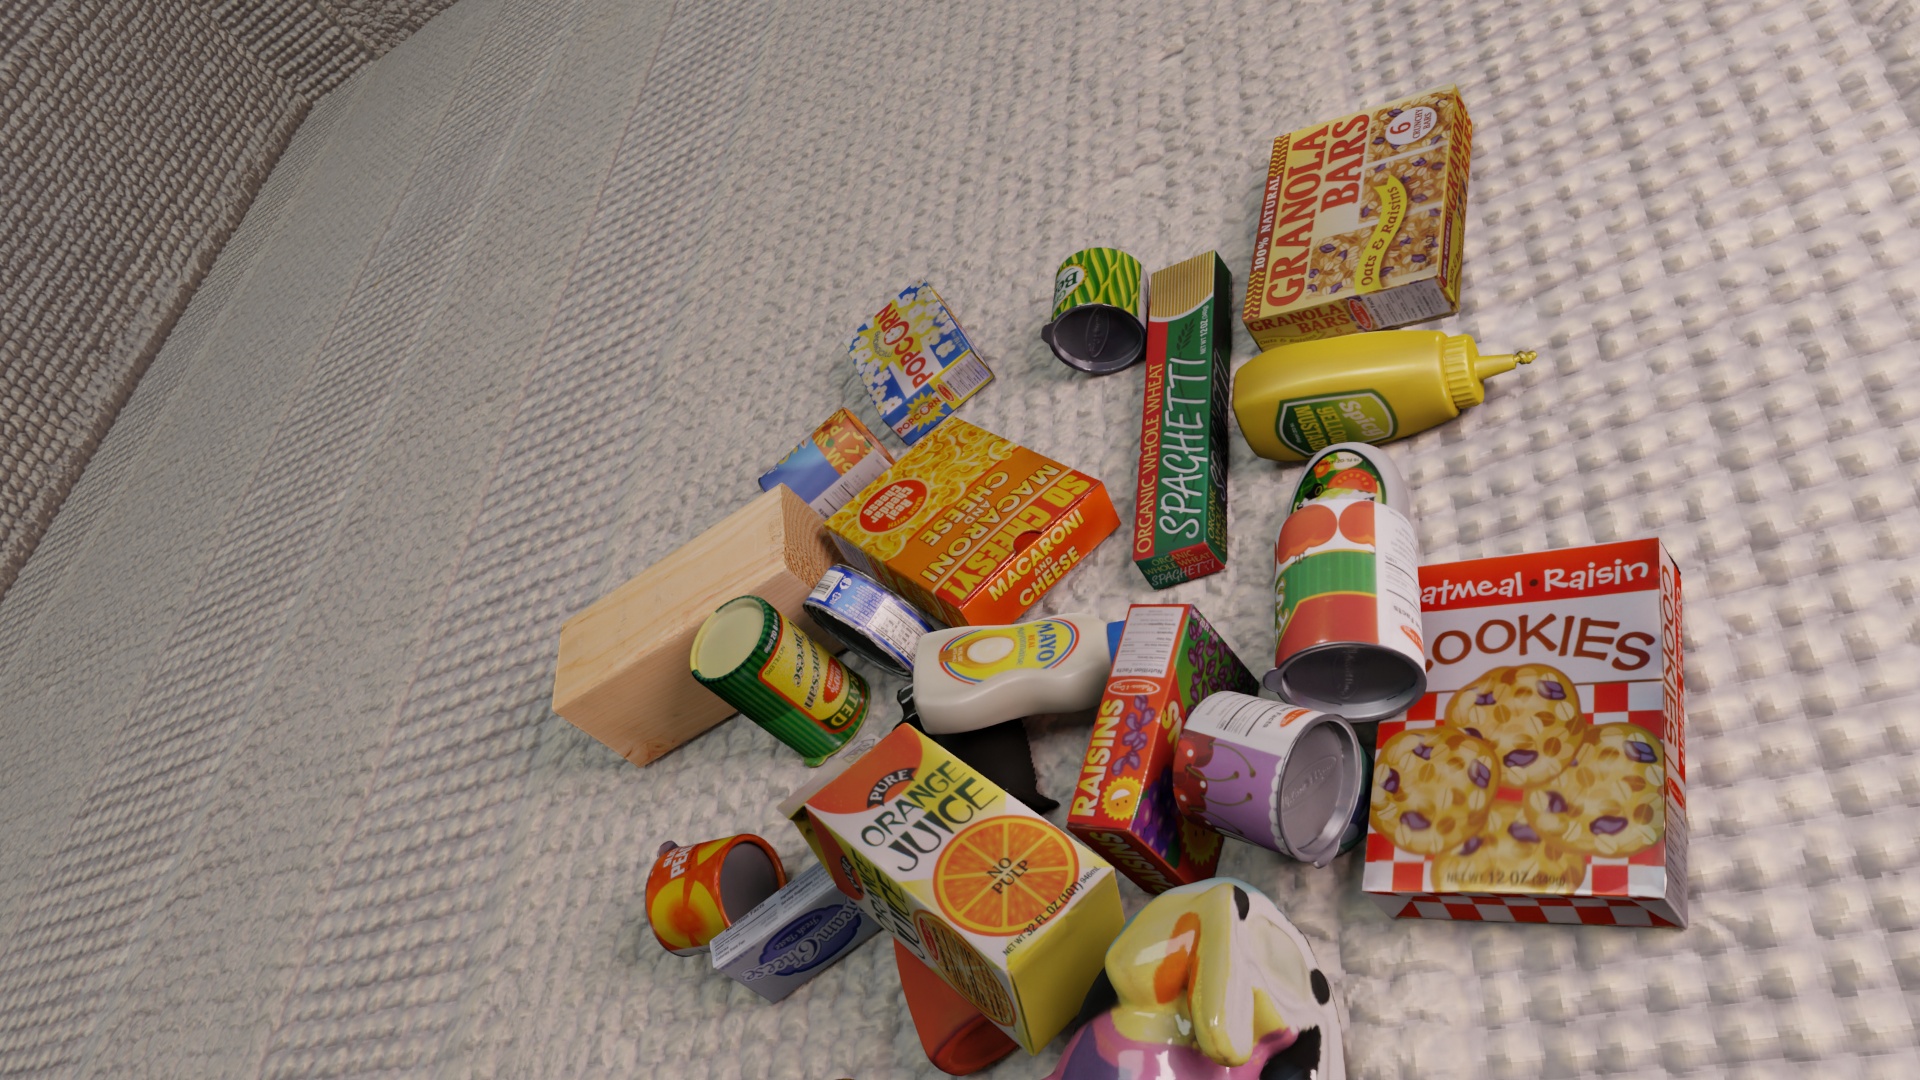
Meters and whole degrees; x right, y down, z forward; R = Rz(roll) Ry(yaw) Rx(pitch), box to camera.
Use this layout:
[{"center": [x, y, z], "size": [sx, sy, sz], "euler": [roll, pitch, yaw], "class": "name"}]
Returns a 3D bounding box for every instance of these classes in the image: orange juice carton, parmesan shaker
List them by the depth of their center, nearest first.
[{"center": [-0.011, 0.160, 0.699], "size": [0.072, 0.072, 0.193], "euler": [-36, 43, -27], "class": "orange juice carton"}, {"center": [-0.115, 0.090, 0.889], "size": [0.071, 0.103, 0.072], "euler": [-24, 44, 25], "class": "parmesan shaker"}]

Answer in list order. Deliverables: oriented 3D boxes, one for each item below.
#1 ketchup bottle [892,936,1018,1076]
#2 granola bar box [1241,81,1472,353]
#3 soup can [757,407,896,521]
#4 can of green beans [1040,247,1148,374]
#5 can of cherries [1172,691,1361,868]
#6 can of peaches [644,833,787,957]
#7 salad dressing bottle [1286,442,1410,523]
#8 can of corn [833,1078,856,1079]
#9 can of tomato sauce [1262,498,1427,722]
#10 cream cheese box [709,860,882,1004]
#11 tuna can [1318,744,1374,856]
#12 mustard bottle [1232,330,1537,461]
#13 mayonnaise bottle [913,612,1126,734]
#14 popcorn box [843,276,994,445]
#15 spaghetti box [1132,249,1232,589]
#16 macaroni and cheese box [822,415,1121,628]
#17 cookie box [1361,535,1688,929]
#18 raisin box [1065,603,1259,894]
[{"center": [-0.009, 0.205, 0.741], "size": [0.064, 0.043, 0.149], "euler": [-36, 39, 6], "class": "ketchup bottle"}, {"center": [0.250, -0.200, 0.870], "size": [0.124, 0.039, 0.166], "euler": [-9, 51, 36], "class": "granola bar box"}, {"center": [-0.098, -0.049, 1.023], "size": [0.083, 0.071, 0.071], "euler": [-41, 39, 5], "class": "soup can"}, {"center": [0.095, -0.157, 0.948], "size": [0.071, 0.071, 0.058], "euler": [-18, 46, 30], "class": "can of green beans"}, {"center": [0.138, 0.108, 0.626], "size": [0.058, 0.071, 0.072], "euler": [8, 62, 46], "class": "can of cherries"}, {"center": [-0.147, 0.211, 0.837], "size": [0.058, 0.071, 0.071], "euler": [-17, 47, 30], "class": "can of peaches"}, {"center": [0.197, 0.020, 0.721], "size": [0.064, 0.044, 0.148], "euler": [-8, 52, 35], "class": "salad dressing bottle"}, {"center": [-0.044, 0.303, 0.674], "size": [0.071, 0.058, 0.071], "euler": [-24, 44, 25], "class": "can of corn"}, {"center": [0.177, 0.032, 0.646], "size": [0.071, 0.071, 0.083], "euler": [-17, 45, 31], "class": "can of tomato sauce"}, {"center": [-0.086, 0.219, 0.790], "size": [0.103, 0.053, 0.024], "euler": [-37, 38, 10], "class": "cream cheese box"}, {"center": [0.168, 0.116, 0.671], "size": [0.071, 0.032, 0.071], "euler": [-24, 44, 25], "class": "tuna can"}, {"center": [0.233, -0.085, 0.767], "size": [0.160, 0.065, 0.049], "euler": [-10, 46, 31], "class": "mustard bottle"}, {"center": [0.049, 0.069, 0.778], "size": [0.148, 0.041, 0.065], "euler": [-11, 37, 10], "class": "mayonnaise bottle"}, {"center": [-0.034, -0.140, 1.070], "size": [0.085, 0.038, 0.127], "euler": [-39, 39, 9], "class": "popcorn box"}, {"center": [0.142, -0.083, 0.872], "size": [0.050, 0.028, 0.251], "euler": [-17, 46, 31], "class": "spaghetti box"}, {"center": [0.003, -0.011, 0.903], "size": [0.124, 0.040, 0.167], "euler": [-41, 37, -16], "class": "macaroni and cheese box"}, {"center": [0.252, 0.084, 0.619], "size": [0.123, 0.040, 0.168], "euler": [-9, 52, 37], "class": "cookie box"}, {"center": [0.103, 0.105, 0.696], "size": [0.040, 0.086, 0.124], "euler": [-4, 54, 38], "class": "raisin box"}]
